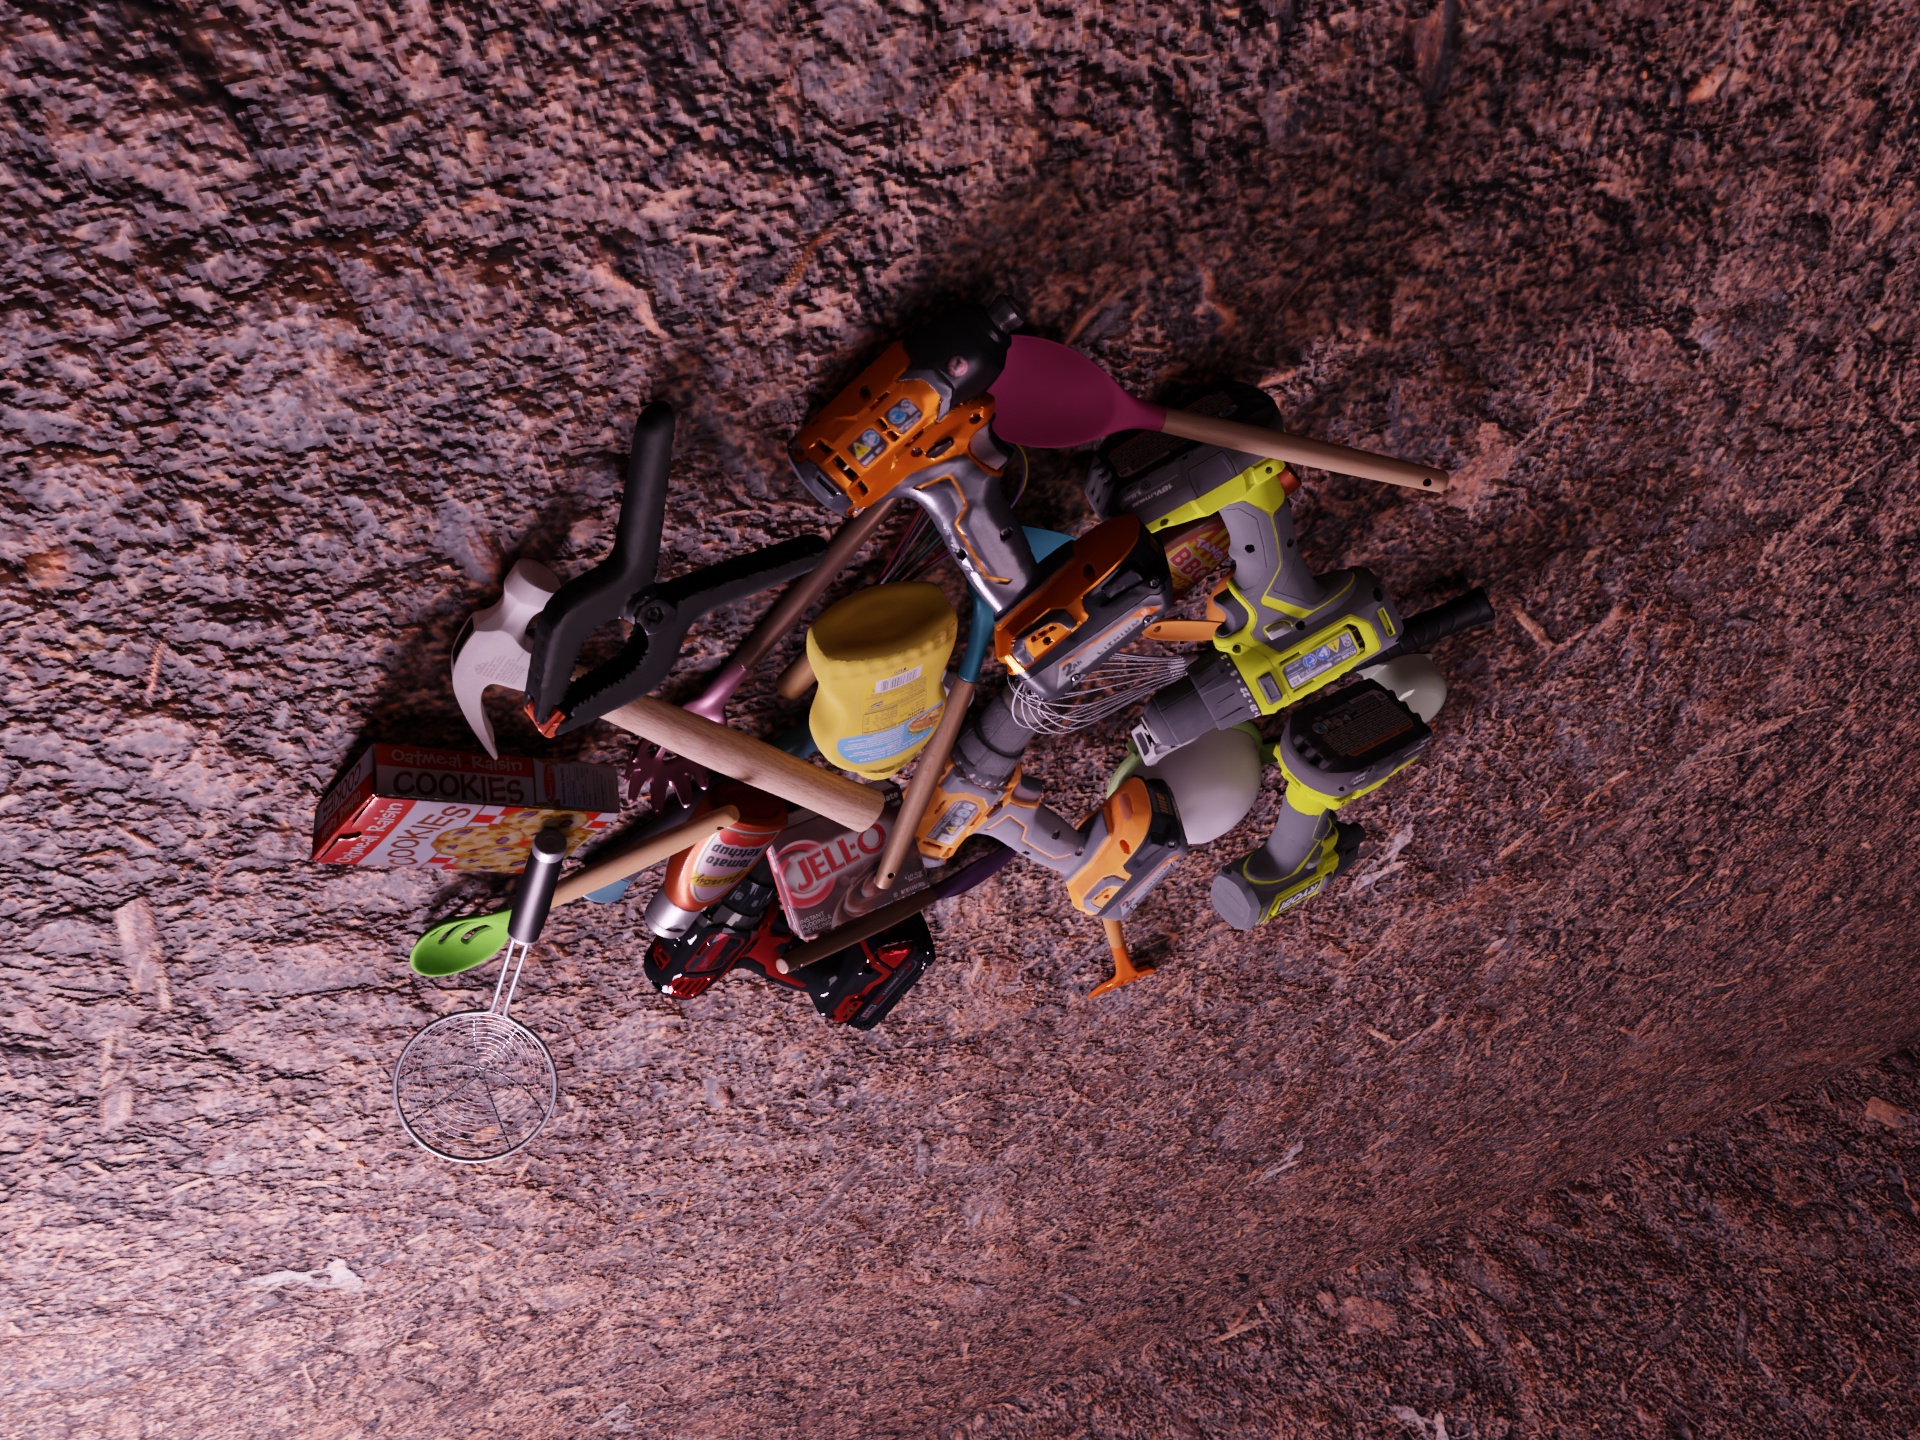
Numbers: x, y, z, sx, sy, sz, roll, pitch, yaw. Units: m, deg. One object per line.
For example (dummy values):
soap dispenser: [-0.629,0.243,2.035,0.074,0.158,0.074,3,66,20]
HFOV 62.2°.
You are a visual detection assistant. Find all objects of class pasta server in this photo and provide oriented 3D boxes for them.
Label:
pasta server: [-0.130,-0.053,1.081,0.060,0.040,0.316,26,120,-35]

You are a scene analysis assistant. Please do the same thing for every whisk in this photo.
whisk: [0.151,-0.039,1.229,0.284,0.070,0.070,-10,143,-37]
whisk: [-0.044,-0.101,1.063,0.047,0.051,0.245,34,116,-25]

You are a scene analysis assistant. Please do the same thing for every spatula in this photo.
spatula: [-0.042,0.153,1.307,0.316,0.018,0.059,-19,152,-53]
spatula: [-0.002,-0.004,1.152,0.082,0.044,0.317,9,116,-29]
spatula: [0.148,0.200,1.574,0.081,0.041,0.322,-22,140,-3]

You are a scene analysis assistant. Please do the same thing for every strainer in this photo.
strainer: [0.259,0.056,1.413,0.256,0.069,0.151,-13,142,-13]

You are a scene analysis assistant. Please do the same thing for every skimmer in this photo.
skimmer: [-0.340,0.212,1.175,0.127,0.090,0.363,19,137,-11]

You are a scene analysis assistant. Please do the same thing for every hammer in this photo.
hammer: [-0.188,0.010,1.076,0.331,0.031,0.130,27,116,-35]
hammer: [0.292,-0.039,1.300,0.334,0.035,0.146,-22,174,-14]
hammer: [-0.153,0.040,1.188,0.331,0.033,0.128,-34,144,13]

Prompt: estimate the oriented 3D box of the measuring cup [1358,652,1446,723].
measuring cup: [0.367,-0.032,1.391,0.167,0.038,0.083,21,124,-44]

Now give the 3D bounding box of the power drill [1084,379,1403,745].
power drill: [0.179,-0.097,1.095,0.190,0.080,0.228,-29,120,7]

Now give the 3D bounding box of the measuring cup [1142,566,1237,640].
measuring cup: [0.198,-0.086,1.210,0.173,0.052,0.095,-3,140,-31]

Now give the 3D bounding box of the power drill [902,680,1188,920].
power drill: [0.075,0.064,1.288,0.226,0.084,0.185,20,126,-25]

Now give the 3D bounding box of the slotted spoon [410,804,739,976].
slotted spoon: [-0.285,0.123,1.166,0.314,0.031,0.070,-25,151,24]

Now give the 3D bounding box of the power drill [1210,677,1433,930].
power drill: [0.319,0.075,1.392,0.171,0.080,0.223,-23,145,-30]

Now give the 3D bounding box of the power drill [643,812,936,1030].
power drill: [-0.129,0.168,1.329,0.226,0.080,0.188,20,118,-39]

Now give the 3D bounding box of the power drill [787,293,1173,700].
power drill: [0.029,-0.138,0.966,0.164,0.084,0.226,-40,109,20]

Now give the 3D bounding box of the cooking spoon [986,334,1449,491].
cooking spoon: [0.150,-0.182,0.990,0.319,0.017,0.068,12,119,-4]
